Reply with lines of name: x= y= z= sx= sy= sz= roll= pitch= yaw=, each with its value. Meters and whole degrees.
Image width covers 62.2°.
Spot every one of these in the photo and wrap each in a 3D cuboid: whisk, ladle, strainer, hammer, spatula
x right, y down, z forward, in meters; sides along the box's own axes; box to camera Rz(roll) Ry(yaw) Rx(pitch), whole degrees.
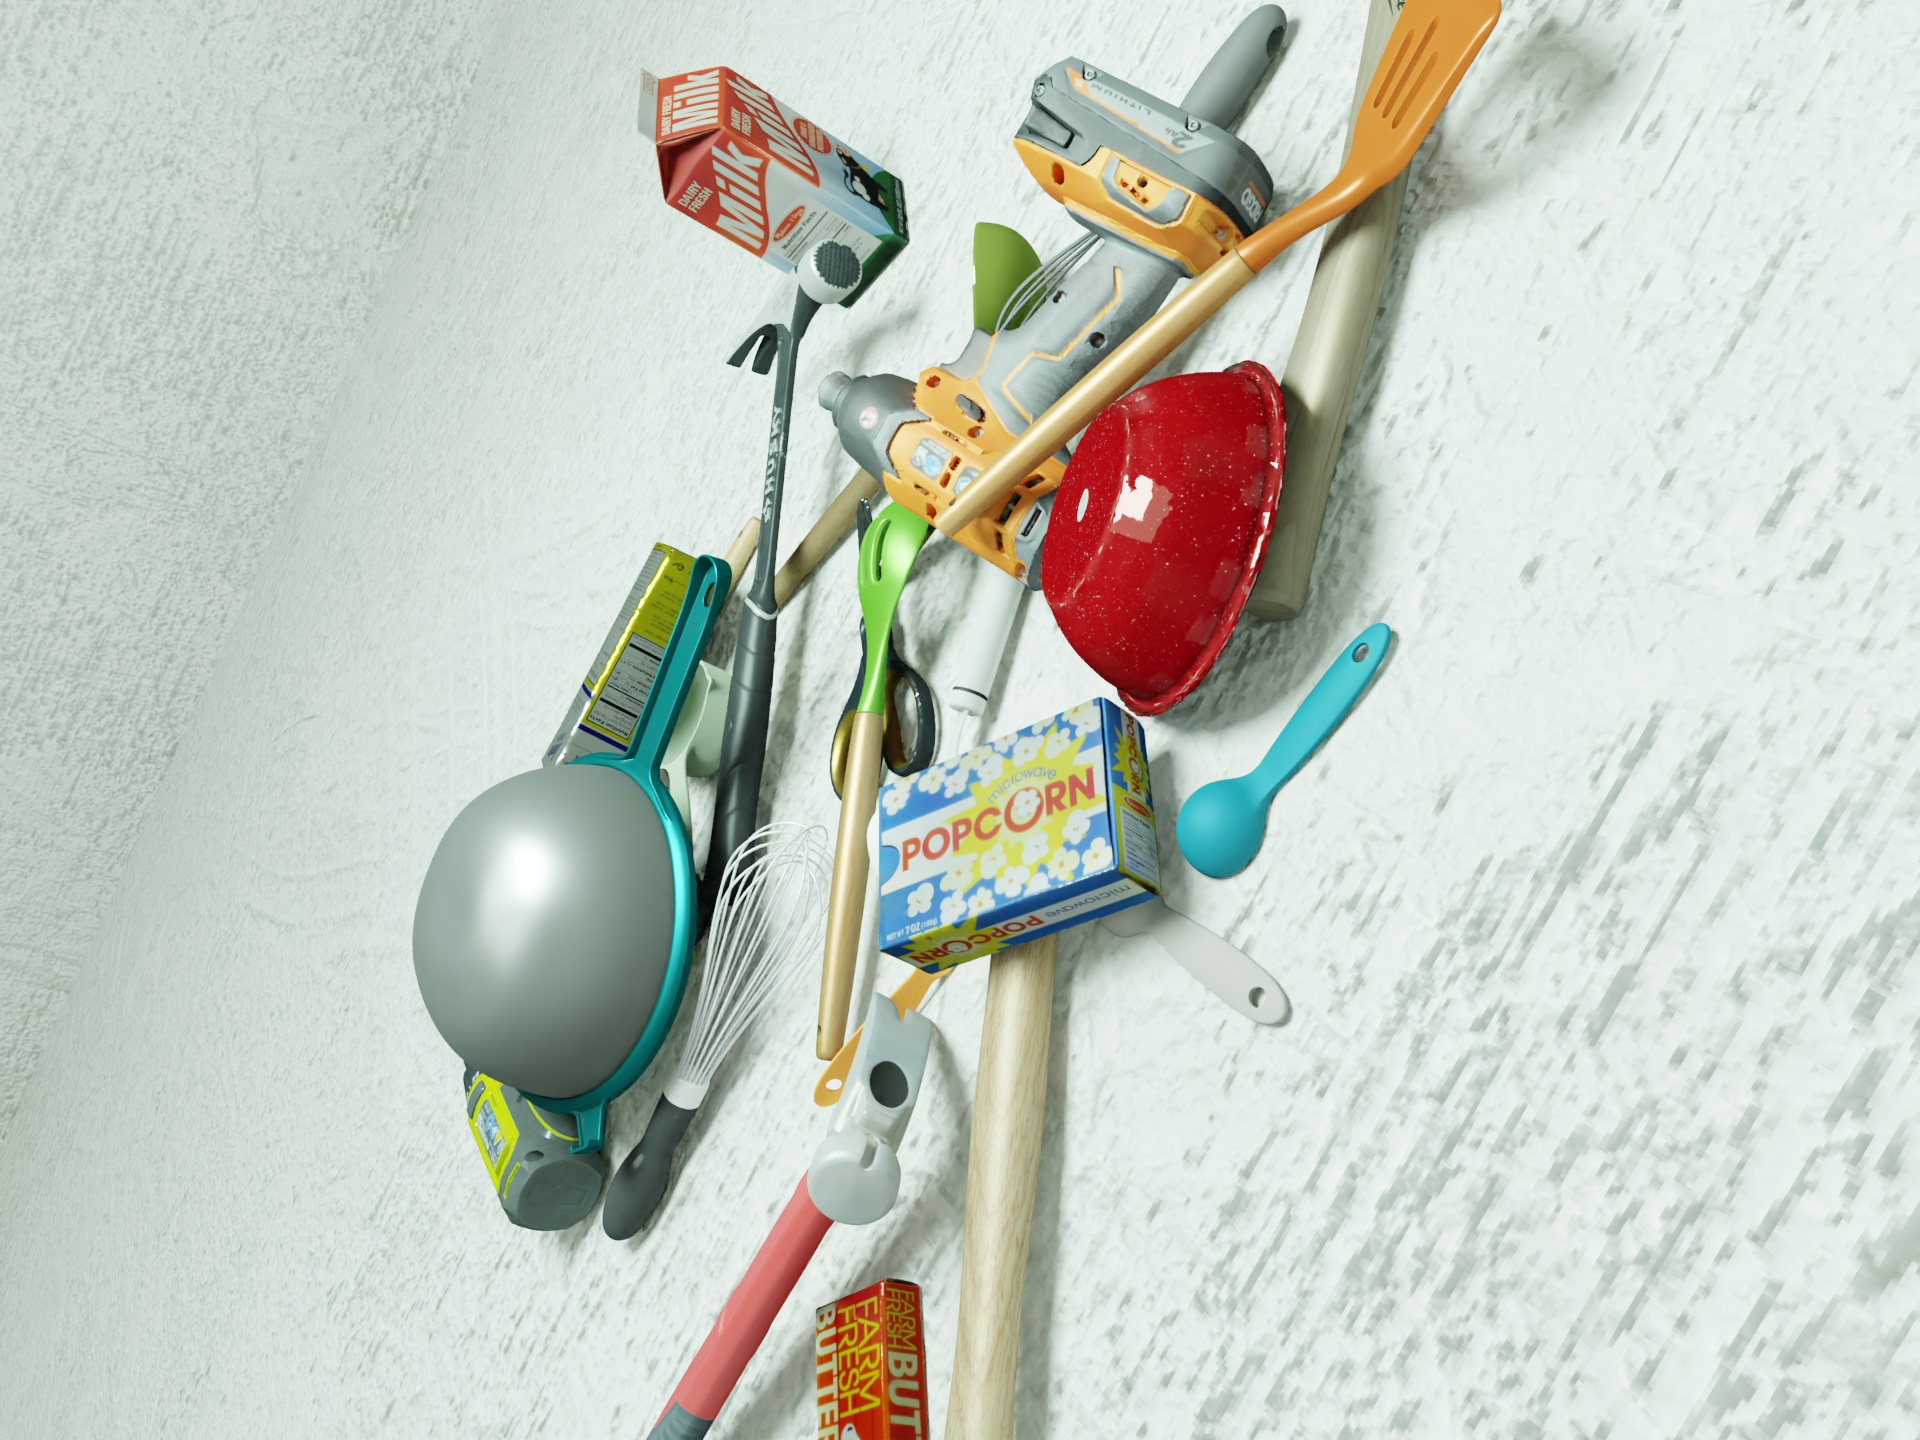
whisk: x=-0.141 y=0.179 z=0.891 sx=0.284 sy=0.070 sz=0.070 roll=-63 pitch=34 yaw=15
ladle: x=-0.223 y=-0.009 z=1.137 sx=0.315 sy=0.031 sz=0.069 roll=-58 pitch=32 yaw=11
strainer: x=-0.001 y=-0.003 z=0.815 sx=0.087 sy=0.050 sz=0.258 roll=-12 pitch=57 yaw=68
hammer: x=-0.117 y=0.308 z=0.776 sx=0.386 sy=0.038 sz=0.143 roll=-61 pitch=5 yaw=21
hammer: x=-0.127 y=-0.089 z=1.000 sx=0.149 sy=0.036 sz=0.409 roll=-17 pitch=65 yaw=59
strainer: x=-0.225 y=0.058 z=0.895 sx=0.211 sy=0.095 sz=0.340 roll=32 pitch=103 yaw=43
spatula: x=0.100 y=-0.190 z=0.693 sx=0.322 sy=0.041 sz=0.081 roll=-39 pitch=33 yaw=23
hammer: x=0.015 y=0.199 z=0.667 sx=0.130 sy=0.031 sz=0.332 roll=-14 pitch=56 yaw=35
hammer: x=0.187 y=-0.241 z=0.692 sx=0.146 sy=0.038 sz=0.411 roll=2 pitch=73 yaw=53
whisk: x=0.091 y=-0.269 z=0.834 sx=0.239 sy=0.055 sz=0.055 roll=-53 pitch=36 yaw=15
ladle: x=-0.054 y=-0.167 z=0.968 sx=0.320 sy=0.062 sz=0.078 roll=-45 pitch=23 yaw=34

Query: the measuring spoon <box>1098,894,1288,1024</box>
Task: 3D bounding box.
measuring spoon: x=0.090 y=0.090 z=0.651 sx=0.124 sy=0.018 sz=0.034 roll=35 pitch=100 yaw=55

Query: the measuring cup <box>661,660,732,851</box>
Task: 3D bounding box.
measuring cup: x=-0.166 y=0.037 z=1.023 sx=0.083 sy=0.038 sz=0.168 roll=-39 pitch=45 yaw=36

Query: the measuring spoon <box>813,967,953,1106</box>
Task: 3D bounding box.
measuring spoon: x=-0.040 y=0.152 z=0.795 sx=0.117 sy=0.021 sz=0.011 roll=-53 pitch=23 yaw=20

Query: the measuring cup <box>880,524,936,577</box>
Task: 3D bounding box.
measuring cup: x=-0.008 y=-0.107 z=0.903 sx=0.156 sy=0.029 sz=0.062 roll=-40 pitch=44 yaw=52

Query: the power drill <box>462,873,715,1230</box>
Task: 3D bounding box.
power drill: x=-0.254 y=0.183 z=1.026 sx=0.191 sy=0.080 sz=0.228 roll=36 pitch=104 yaw=55

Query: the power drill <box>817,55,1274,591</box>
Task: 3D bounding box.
power drill: x=0.033 y=-0.200 z=0.788 sx=0.164 sy=0.084 sz=0.226 roll=34 pitch=101 yaw=19

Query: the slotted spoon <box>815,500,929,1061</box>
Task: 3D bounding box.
slotted spoon: x=-0.051 y=0.022 z=0.847 sx=0.070 sy=0.031 sz=0.314 roll=-24 pitch=57 yaw=62

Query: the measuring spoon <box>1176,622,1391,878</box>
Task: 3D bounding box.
measuring spoon: x=0.127 y=0.009 z=0.641 sx=0.128 sy=0.021 sz=0.042 roll=-55 pitch=36 yaw=20
